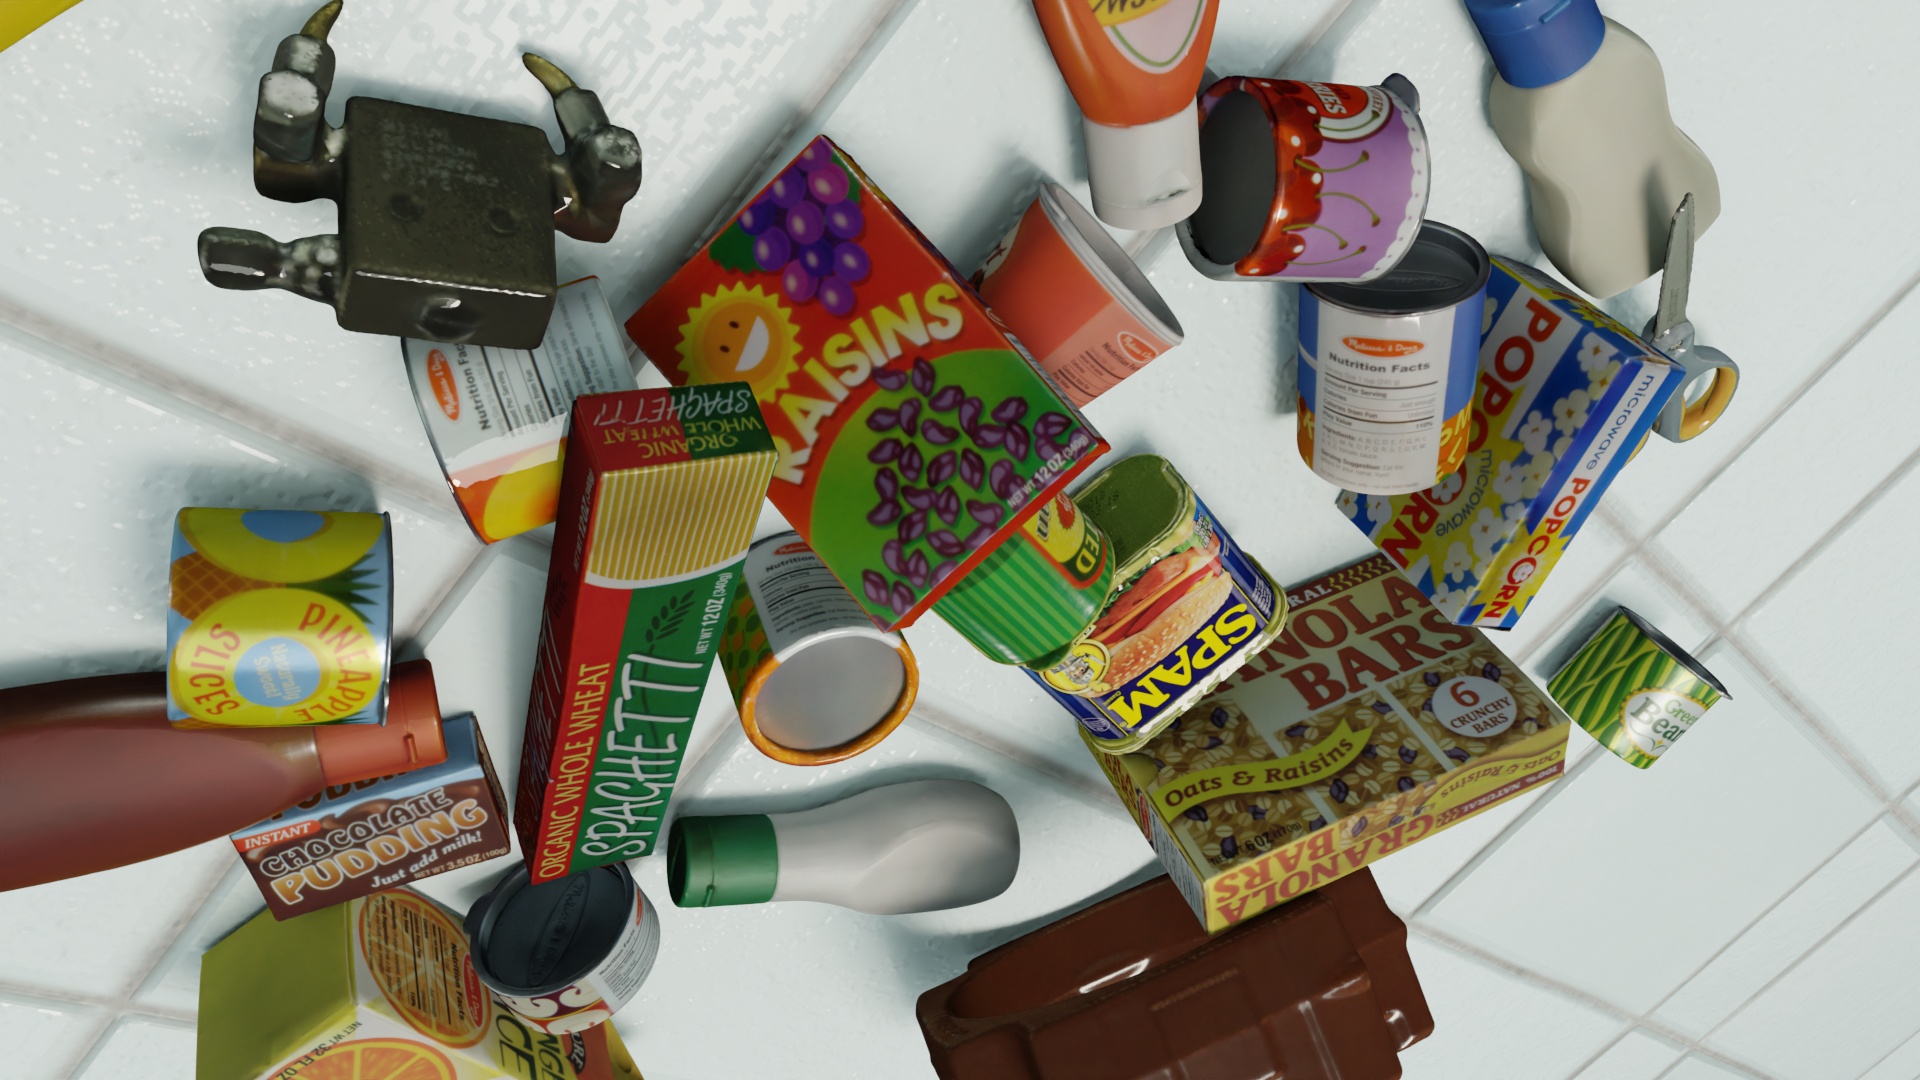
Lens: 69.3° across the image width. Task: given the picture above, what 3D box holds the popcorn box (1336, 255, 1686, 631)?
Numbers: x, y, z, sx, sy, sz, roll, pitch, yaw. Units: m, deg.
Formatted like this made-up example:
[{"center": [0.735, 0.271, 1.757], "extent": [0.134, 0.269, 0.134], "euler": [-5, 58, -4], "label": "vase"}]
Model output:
[{"center": [0.216, -0.039, 0.559], "extent": [0.038, 0.085, 0.126], "euler": [5, 124, -30], "label": "popcorn box"}]

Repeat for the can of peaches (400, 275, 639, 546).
[{"center": [-0.124, -0.038, 0.412], "extent": [0.058, 0.071, 0.071], "euler": [-20, 131, -11], "label": "can of peaches"}]

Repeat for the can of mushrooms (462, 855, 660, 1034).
[{"center": [-0.155, 0.155, 0.543], "extent": [0.071, 0.071, 0.033], "euler": [-24, 133, -7], "label": "can of mushrooms"}]

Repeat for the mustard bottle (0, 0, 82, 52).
[{"center": [-0.223, -0.130, 0.297], "extent": [0.160, 0.065, 0.048], "euler": [-32, 138, -8], "label": "mustard bottle"}]

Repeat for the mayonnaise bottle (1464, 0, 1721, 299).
[{"center": [0.228, -0.154, 0.508], "extent": [0.064, 0.041, 0.148], "euler": [-38, 131, 14], "label": "mayonnaise bottle"}]

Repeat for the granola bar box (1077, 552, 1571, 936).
[{"center": [0.148, 0.078, 0.589], "extent": [0.166, 0.125, 0.038], "euler": [-21, 130, -10], "label": "granola bar box"}]

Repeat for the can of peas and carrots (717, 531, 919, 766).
[{"center": [-0.054, 0.042, 0.509], "extent": [0.071, 0.059, 0.070], "euler": [-13, 129, -16], "label": "can of peas and carrots"}]

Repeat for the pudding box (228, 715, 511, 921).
[{"center": [-0.209, 0.098, 0.497], "extent": [0.084, 0.030, 0.049], "euler": [-14, 129, -16], "label": "pudding box"}]

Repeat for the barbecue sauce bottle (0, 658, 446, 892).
[{"center": [-0.247, 0.070, 0.448], "extent": [0.149, 0.044, 0.064], "euler": [-9, 123, -20], "label": "barbecue sauce bottle"}]

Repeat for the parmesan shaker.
[{"center": [0.002, -0.006, 0.490], "extent": [0.071, 0.071, 0.103], "euler": [-41, 132, 8], "label": "parmesan shaker"}]

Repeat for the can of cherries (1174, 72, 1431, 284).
[{"center": [0.111, -0.121, 0.460], "extent": [0.058, 0.072, 0.071], "euler": [-3, 126, -22], "label": "can of cherries"}]

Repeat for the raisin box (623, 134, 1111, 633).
[{"center": [-0.027, -0.046, 0.417], "extent": [0.086, 0.123, 0.040], "euler": [-42, 173, 10], "label": "raisin box"}]

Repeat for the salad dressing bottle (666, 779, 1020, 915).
[{"center": [-0.049, 0.133, 0.593], "extent": [0.148, 0.044, 0.064], "euler": [3, 125, -26], "label": "salad dressing bottle"}]

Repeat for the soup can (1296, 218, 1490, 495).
[{"center": [0.161, -0.071, 0.525], "extent": [0.071, 0.071, 0.083], "euler": [-20, 132, -10], "label": "soup can"}]

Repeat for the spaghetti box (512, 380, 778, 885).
[{"center": [-0.110, 0.044, 0.453], "extent": [0.050, 0.029, 0.248], "euler": [-9, 146, -28], "label": "spaghetti box"}]

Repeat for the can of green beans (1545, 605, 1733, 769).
[{"center": [0.352, 0.077, 0.726], "extent": [0.071, 0.071, 0.057], "euler": [22, 113, -36], "label": "can of green beans"}]

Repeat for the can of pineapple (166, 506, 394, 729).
[{"center": [-0.203, 0.024, 0.416], "extent": [0.058, 0.071, 0.070], "euler": [1, 124, -26], "label": "can of pineapple"}]

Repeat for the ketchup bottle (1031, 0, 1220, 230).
[{"center": [0.049, -0.166, 0.411], "extent": [0.065, 0.044, 0.148], "euler": [-21, 132, -9], "label": "ketchup bottle"}]

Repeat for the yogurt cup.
[{"center": [0.033, -0.075, 0.460], "extent": [0.054, 0.073, 0.072], "euler": [-41, 132, 19], "label": "yogurt cup"}]

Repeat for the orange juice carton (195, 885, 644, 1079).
[{"center": [-0.201, 0.211, 0.558], "extent": [0.072, 0.073, 0.192], "euler": [-35, 132, 3], "label": "orange juice carton"}]
